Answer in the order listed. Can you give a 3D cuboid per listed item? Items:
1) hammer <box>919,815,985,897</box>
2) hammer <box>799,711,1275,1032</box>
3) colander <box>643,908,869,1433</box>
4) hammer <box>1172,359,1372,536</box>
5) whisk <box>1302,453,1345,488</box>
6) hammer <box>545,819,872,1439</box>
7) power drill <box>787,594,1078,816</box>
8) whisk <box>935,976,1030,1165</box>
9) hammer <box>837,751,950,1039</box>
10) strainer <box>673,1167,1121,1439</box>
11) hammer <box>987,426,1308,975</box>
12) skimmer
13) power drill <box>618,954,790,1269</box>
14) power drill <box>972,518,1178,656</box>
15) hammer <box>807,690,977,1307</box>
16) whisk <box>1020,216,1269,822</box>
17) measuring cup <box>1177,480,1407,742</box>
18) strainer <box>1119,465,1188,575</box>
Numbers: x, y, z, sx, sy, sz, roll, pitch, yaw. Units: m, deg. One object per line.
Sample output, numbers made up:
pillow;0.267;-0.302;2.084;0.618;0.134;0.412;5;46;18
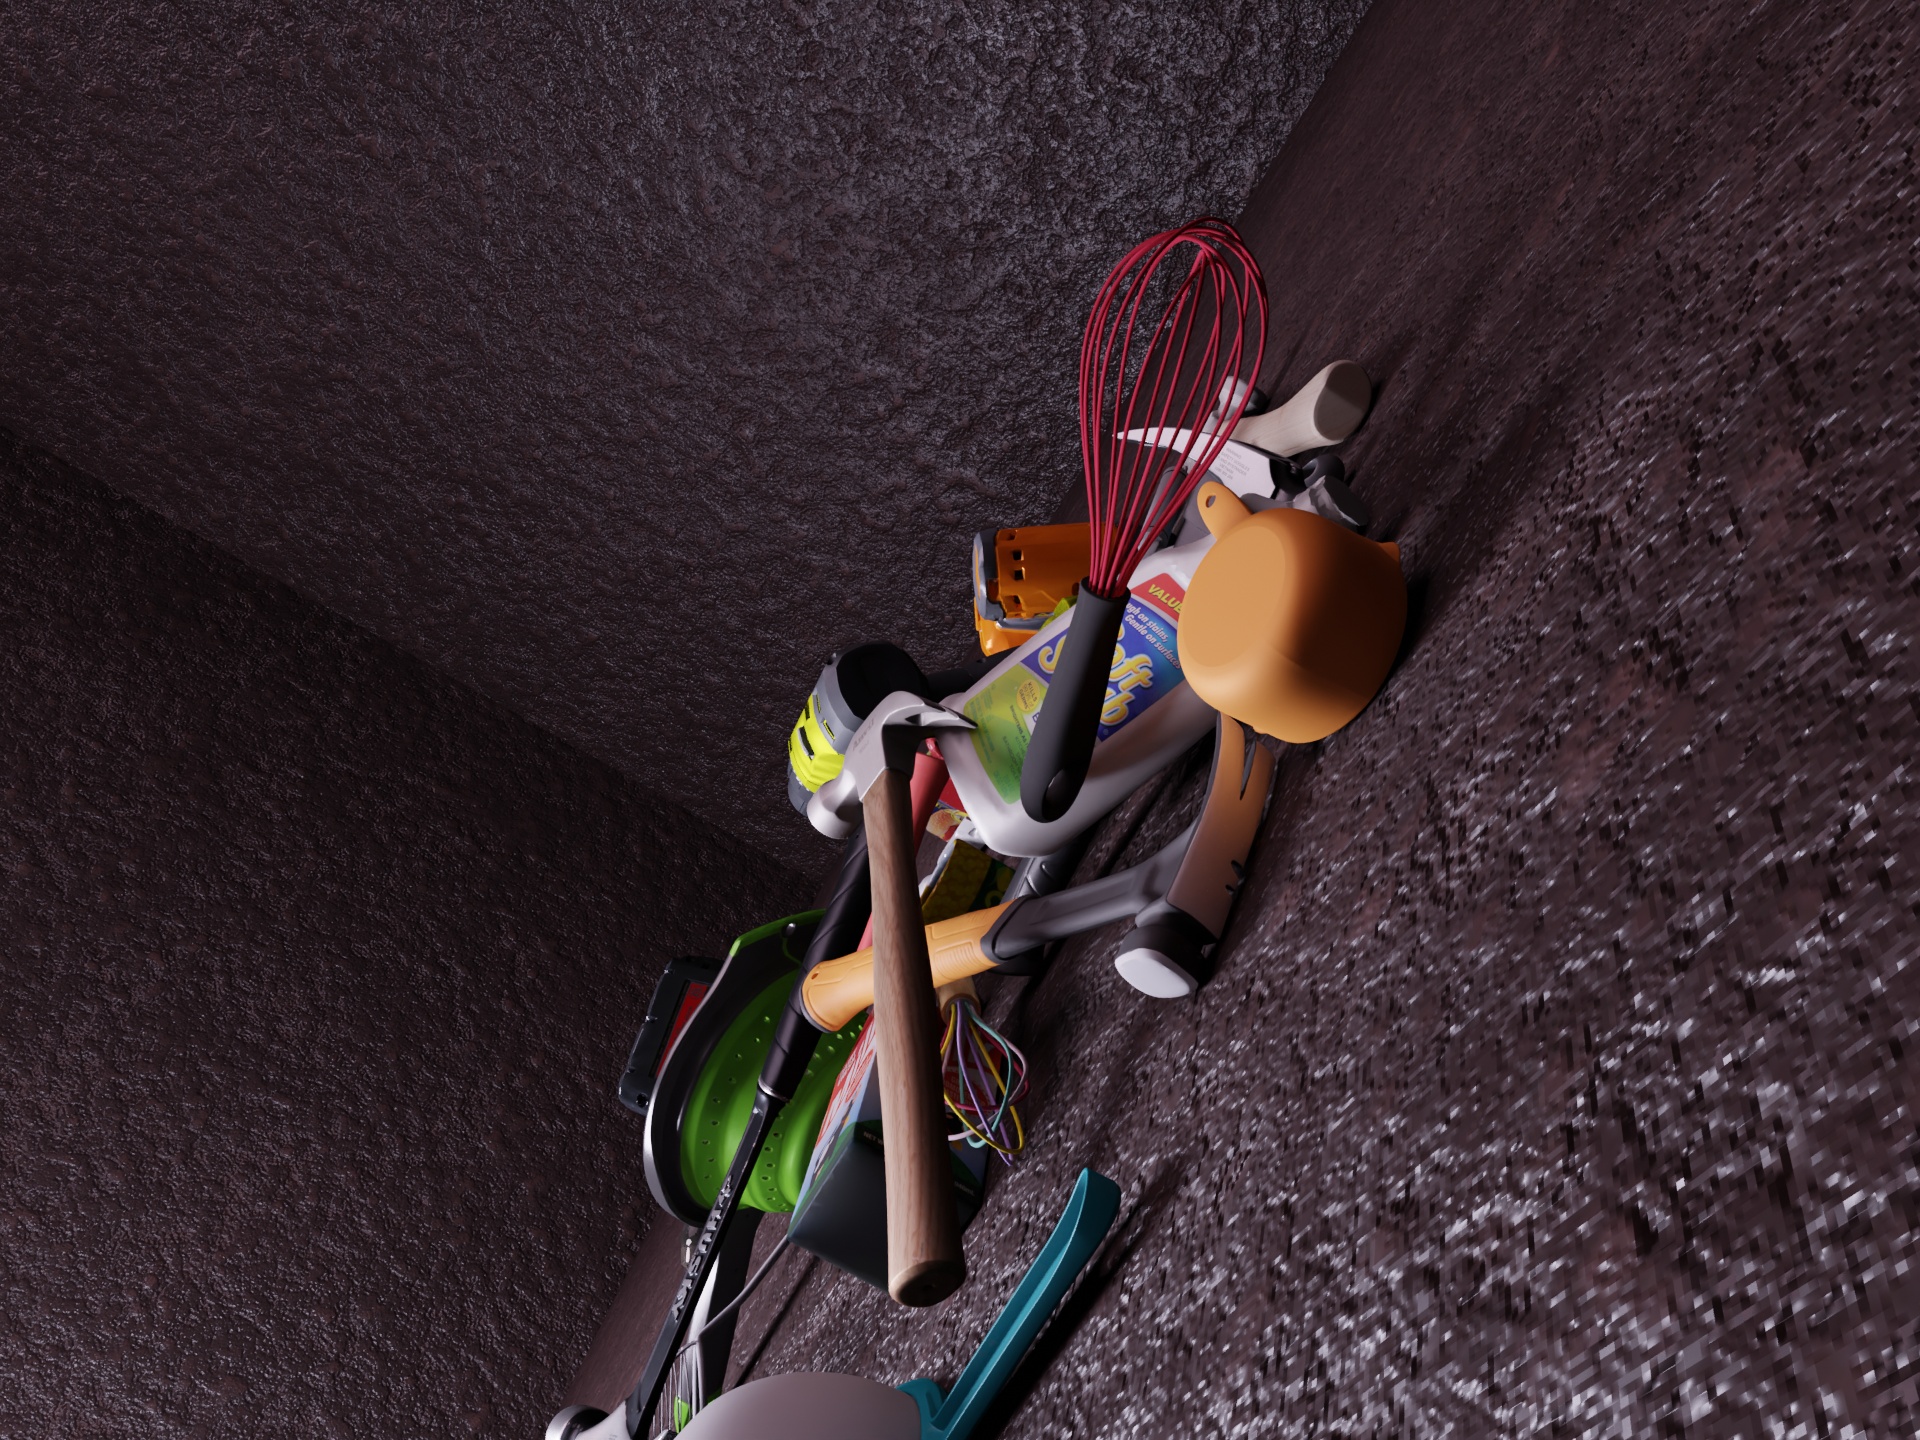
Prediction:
hammer;-0.031;0.190;1.304;0.128;0.033;0.331;-59;4;31
hammer;0.016;0.098;0.768;0.337;0.034;0.127;-29;28;52
colander;-0.119;0.327;1.056;0.204;0.094;0.397;-9;-64;-56
hammer;0.199;-0.184;1.087;0.146;0.038;0.411;-61;4;5
whisk;0.134;-0.051;0.887;0.239;0.055;0.055;-53;6;23
hammer;-0.113;0.227;0.909;0.149;0.036;0.409;-23;39;54
power drill;-0.002;-0.003;1.026;0.228;0.080;0.190;-15;-18;-22
whisk;0.001;0.156;0.822;0.245;0.047;0.051;-115;35;-76
hammer;-0.076;0.199;1.251;0.149;0.036;0.359;102;-174;-85
strainer;-0.062;0.282;0.587;0.340;0.095;0.211;-60;4;17
hammer;0.081;0.000;0.862;0.146;0.035;0.334;44;119;41
skimmer;-0.074;0.321;0.947;0.363;0.090;0.127;-51;-5;-24
power drill;-0.178;0.291;1.164;0.226;0.080;0.188;81;-157;-57
power drill;0.089;-0.095;1.158;0.226;0.164;0.084;99;167;-84
hammer;-0.026;0.110;0.741;0.130;0.031;0.332;-54;28;33
whisk;0.068;-0.075;0.698;0.073;0.073;0.295;-67;-9;-58
measuring cup;0.116;-0.064;0.662;0.095;0.052;0.174;-56;32;24
strainer;0.123;-0.108;1.007;0.087;0.050;0.259;-28;20;30
